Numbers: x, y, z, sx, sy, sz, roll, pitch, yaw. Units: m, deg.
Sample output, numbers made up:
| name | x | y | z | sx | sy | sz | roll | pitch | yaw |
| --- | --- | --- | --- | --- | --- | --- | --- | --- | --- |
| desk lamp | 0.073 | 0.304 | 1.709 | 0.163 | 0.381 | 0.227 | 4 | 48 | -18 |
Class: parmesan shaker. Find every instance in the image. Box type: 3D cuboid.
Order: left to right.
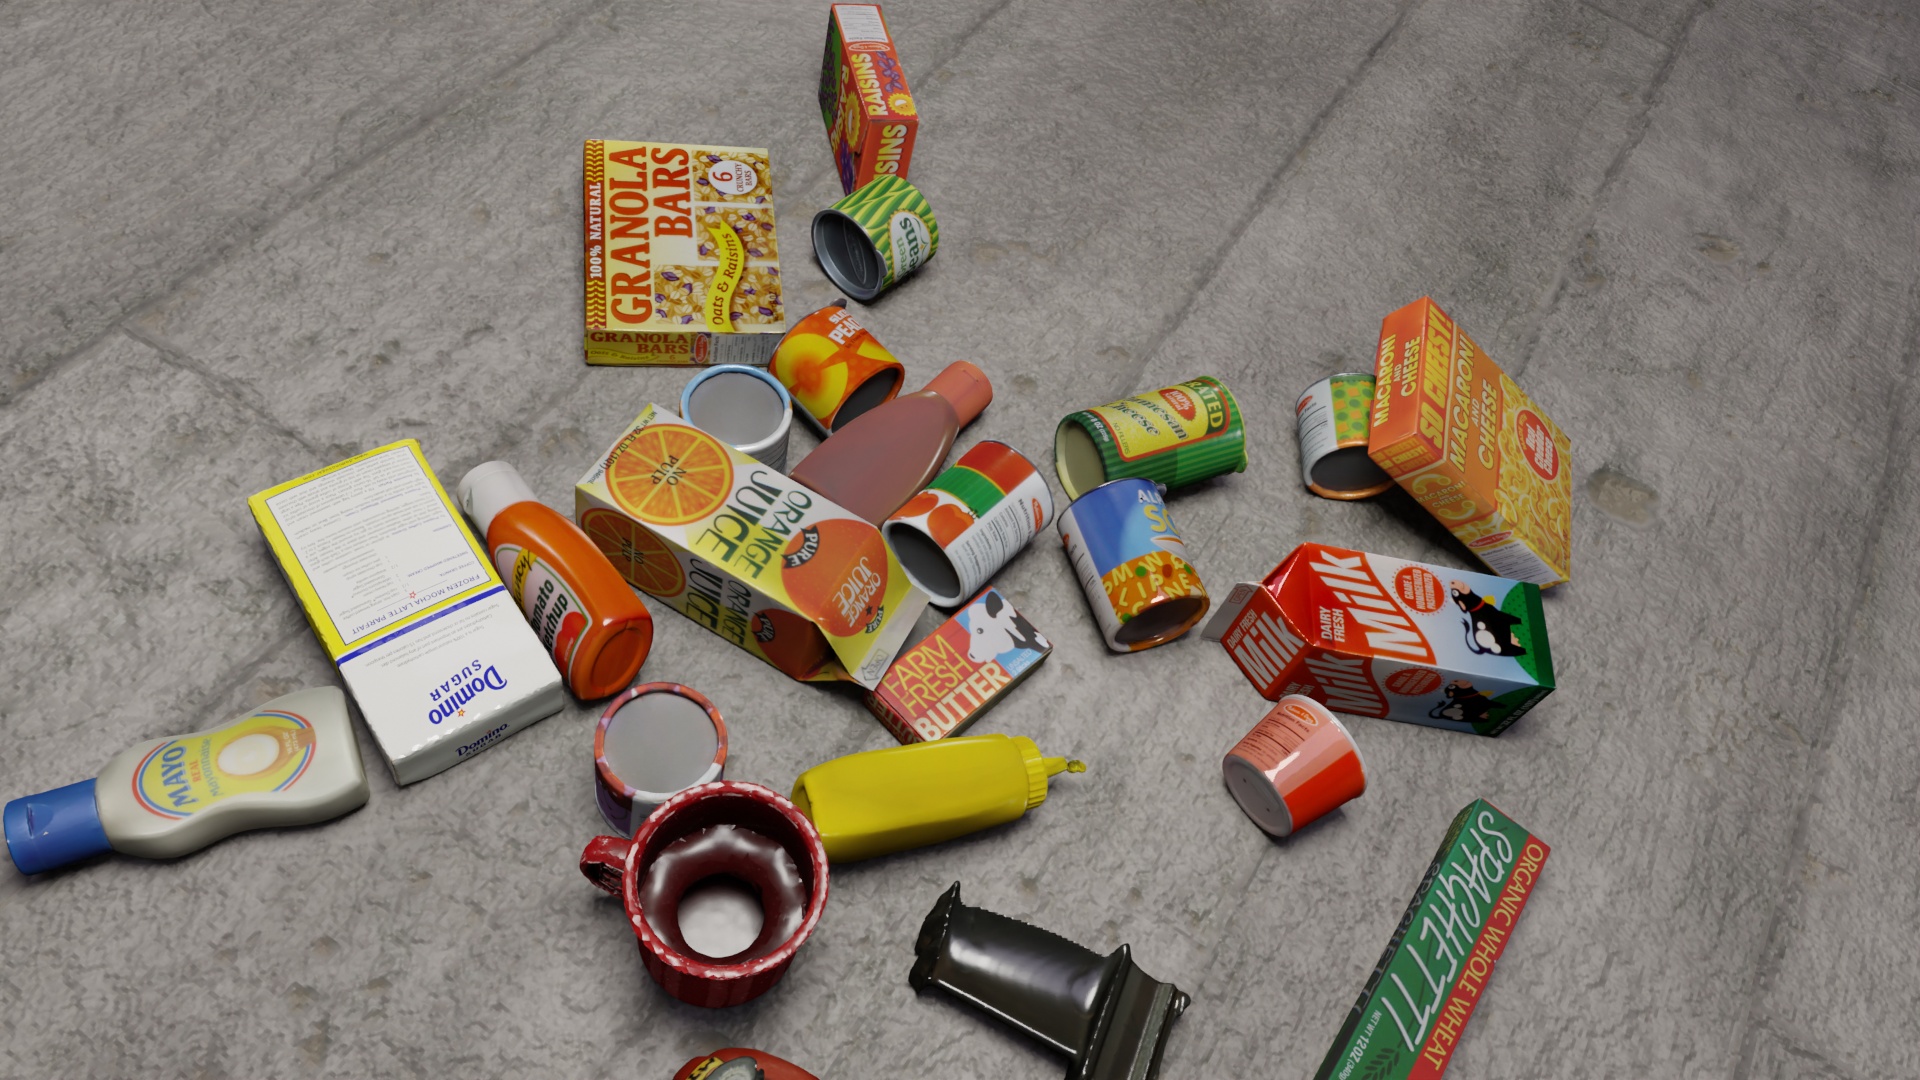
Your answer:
| name | x | y | z | sx | sy | sz | roll | pitch | yaw |
| --- | --- | --- | --- | --- | --- | --- | --- | --- | --- |
| parmesan shaker | 0.120 | -0.059 | 0.878 | 0.103 | 0.071 | 0.071 | -17 | 63 | -22 |

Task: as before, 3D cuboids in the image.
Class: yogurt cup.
| name | x | y | z | sx | sy | sz | roll | pitch | yaw |
| --- | --- | --- | --- | --- | --- | --- | --- | --- | --- |
| yogurt cup | 0.184 | 0.128 | 0.773 | 0.054 | 0.072 | 0.072 | -31 | 69 | -19 |

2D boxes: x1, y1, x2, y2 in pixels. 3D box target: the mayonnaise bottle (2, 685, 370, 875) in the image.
| name | x | y | z | sx | sy | sz | roll | pitch | yaw |
| --- | --- | --- | --- | --- | --- | --- | --- | --- | --- |
| mayonnaise bottle | -0.367 | 0.119 | 0.665 | 0.148 | 0.041 | 0.065 | -16 | 64 | -22 |

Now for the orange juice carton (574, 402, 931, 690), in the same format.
| name | x | y | z | sx | sy | sz | roll | pitch | yaw |
| --- | --- | --- | --- | --- | --- | --- | --- | --- | --- |
| orange juice carton | -0.115 | 0.010 | 0.776 | 0.193 | 0.072 | 0.072 | 29 | 56 | 6 |

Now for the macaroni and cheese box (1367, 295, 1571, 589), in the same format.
| name | x | y | z | sx | sy | sz | roll | pitch | yaw |
| --- | --- | --- | --- | --- | --- | --- | --- | --- | --- |
| macaroni and cheese box | 0.332 | -0.060 | 0.900 | 0.166 | 0.040 | 0.124 | 36 | 51 | -24 |

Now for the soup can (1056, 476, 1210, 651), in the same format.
| name | x | y | z | sx | sy | sz | roll | pitch | yaw |
| --- | --- | --- | --- | --- | --- | --- | --- | --- | --- |
| soup can | 0.105 | 0.014 | 0.826 | 0.071 | 0.071 | 0.084 | -11 | 61 | -19 |

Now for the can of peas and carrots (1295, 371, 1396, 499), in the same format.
| name | x | y | z | sx | sy | sz | roll | pitch | yaw |
| --- | --- | --- | --- | --- | --- | --- | --- | --- | --- |
| can of peas and carrots | 0.259 | -0.067 | 0.916 | 0.071 | 0.070 | 0.059 | 8 | 57 | -8 |

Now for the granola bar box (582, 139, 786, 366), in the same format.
| name | x | y | z | sx | sy | sz | roll | pitch | yaw |
| --- | --- | --- | --- | --- | --- | --- | --- | --- | --- |
| granola bar box | -0.183 | -0.189 | 0.912 | 0.124 | 0.038 | 0.166 | -1 | 58 | -14 |

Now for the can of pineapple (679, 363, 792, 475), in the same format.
| name | x | y | z | sx | sy | sz | roll | pitch | yaw |
| --- | --- | --- | --- | --- | --- | --- | --- | --- | --- |
| can of pineapple | -0.136 | -0.064 | 0.829 | 0.071 | 0.057 | 0.071 | 6 | 56 | -9 |

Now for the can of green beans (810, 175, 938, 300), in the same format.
| name | x | y | z | sx | sy | sz | roll | pitch | yaw |
| --- | --- | --- | --- | --- | --- | --- | --- | --- | --- |
| can of green beans | -0.057 | -0.204 | 0.934 | 0.071 | 0.071 | 0.058 | 42 | 58 | 15 |

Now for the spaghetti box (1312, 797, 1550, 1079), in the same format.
| name | x | y | z | sx | sy | sz | roll | pitch | yaw |
| --- | --- | --- | --- | --- | --- | --- | --- | --- | --- |
| spaghetti box | 0.241 | 0.241 | 0.732 | 0.050 | 0.028 | 0.251 | 36 | 57 | 11 |

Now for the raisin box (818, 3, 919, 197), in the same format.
| name | x | y | z | sx | sy | sz | roll | pitch | yaw |
| --- | --- | --- | --- | --- | --- | --- | --- | --- | --- |
| raisin box | -0.068 | -0.308 | 0.988 | 0.040 | 0.085 | 0.124 | -6 | 59 | -18 |

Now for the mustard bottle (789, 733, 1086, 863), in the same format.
| name | x | y | z | sx | sy | sz | roll | pitch | yaw |
| --- | --- | --- | --- | --- | --- | --- | --- | --- | --- |
| mustard bottle | -0.007 | 0.131 | 0.730 | 0.161 | 0.065 | 0.049 | -7 | 65 | -24 |

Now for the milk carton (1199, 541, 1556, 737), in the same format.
| name | x | y | z | sx | sy | sz | roll | pitch | yaw |
| --- | --- | --- | --- | --- | --- | --- | --- | --- | --- |
| milk carton | 0.244 | 0.057 | 0.827 | 0.191 | 0.072 | 0.074 | 10 | 56 | -6 |

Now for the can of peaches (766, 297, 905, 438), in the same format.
| name | x | y | z | sx | sy | sz | roll | pitch | yaw |
| --- | --- | --- | --- | --- | --- | --- | --- | --- | --- |
| can of peaches | -0.075 | -0.105 | 0.862 | 0.071 | 0.071 | 0.058 | -35 | 72 | -29 |

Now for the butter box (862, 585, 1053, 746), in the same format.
| name | x | y | z | sx | sy | sz | roll | pitch | yaw |
| --- | --- | --- | --- | --- | --- | --- | --- | --- | --- |
| butter box | -0.001 | 0.075 | 0.788 | 0.104 | 0.024 | 0.053 | -37 | 72 | -30 |

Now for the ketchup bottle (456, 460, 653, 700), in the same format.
| name | x | y | z | sx | sy | sz | roll | pitch | yaw |
| --- | --- | --- | --- | --- | --- | --- | --- | --- | --- |
| ketchup bottle | -0.224 | 0.015 | 0.757 | 0.044 | 0.064 | 0.149 | -13 | 49 | -45 |

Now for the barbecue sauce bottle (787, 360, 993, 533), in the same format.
| name | x | y | z | sx | sy | sz | roll | pitch | yaw |
| --- | --- | --- | --- | --- | --- | --- | --- | --- | --- |
| barbecue sauce bottle | -0.037 | -0.058 | 0.856 | 0.065 | 0.043 | 0.149 | 41 | 57 | 7 |

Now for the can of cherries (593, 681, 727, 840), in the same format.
| name | x | y | z | sx | sy | sz | roll | pitch | yaw |
| --- | --- | --- | --- | --- | --- | --- | --- | --- | --- |
| can of cherries | -0.154 | 0.111 | 0.709 | 0.071 | 0.058 | 0.072 | 6 | 57 | -9 |

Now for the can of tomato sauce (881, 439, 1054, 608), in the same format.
| name | x | y | z | sx | sy | sz | roll | pitch | yaw |
| --- | --- | --- | --- | --- | --- | --- | --- | --- | --- |
| can of tomato sauce | 0.003 | -0.010 | 0.821 | 0.071 | 0.070 | 0.083 | 40 | 58 | 14 |
